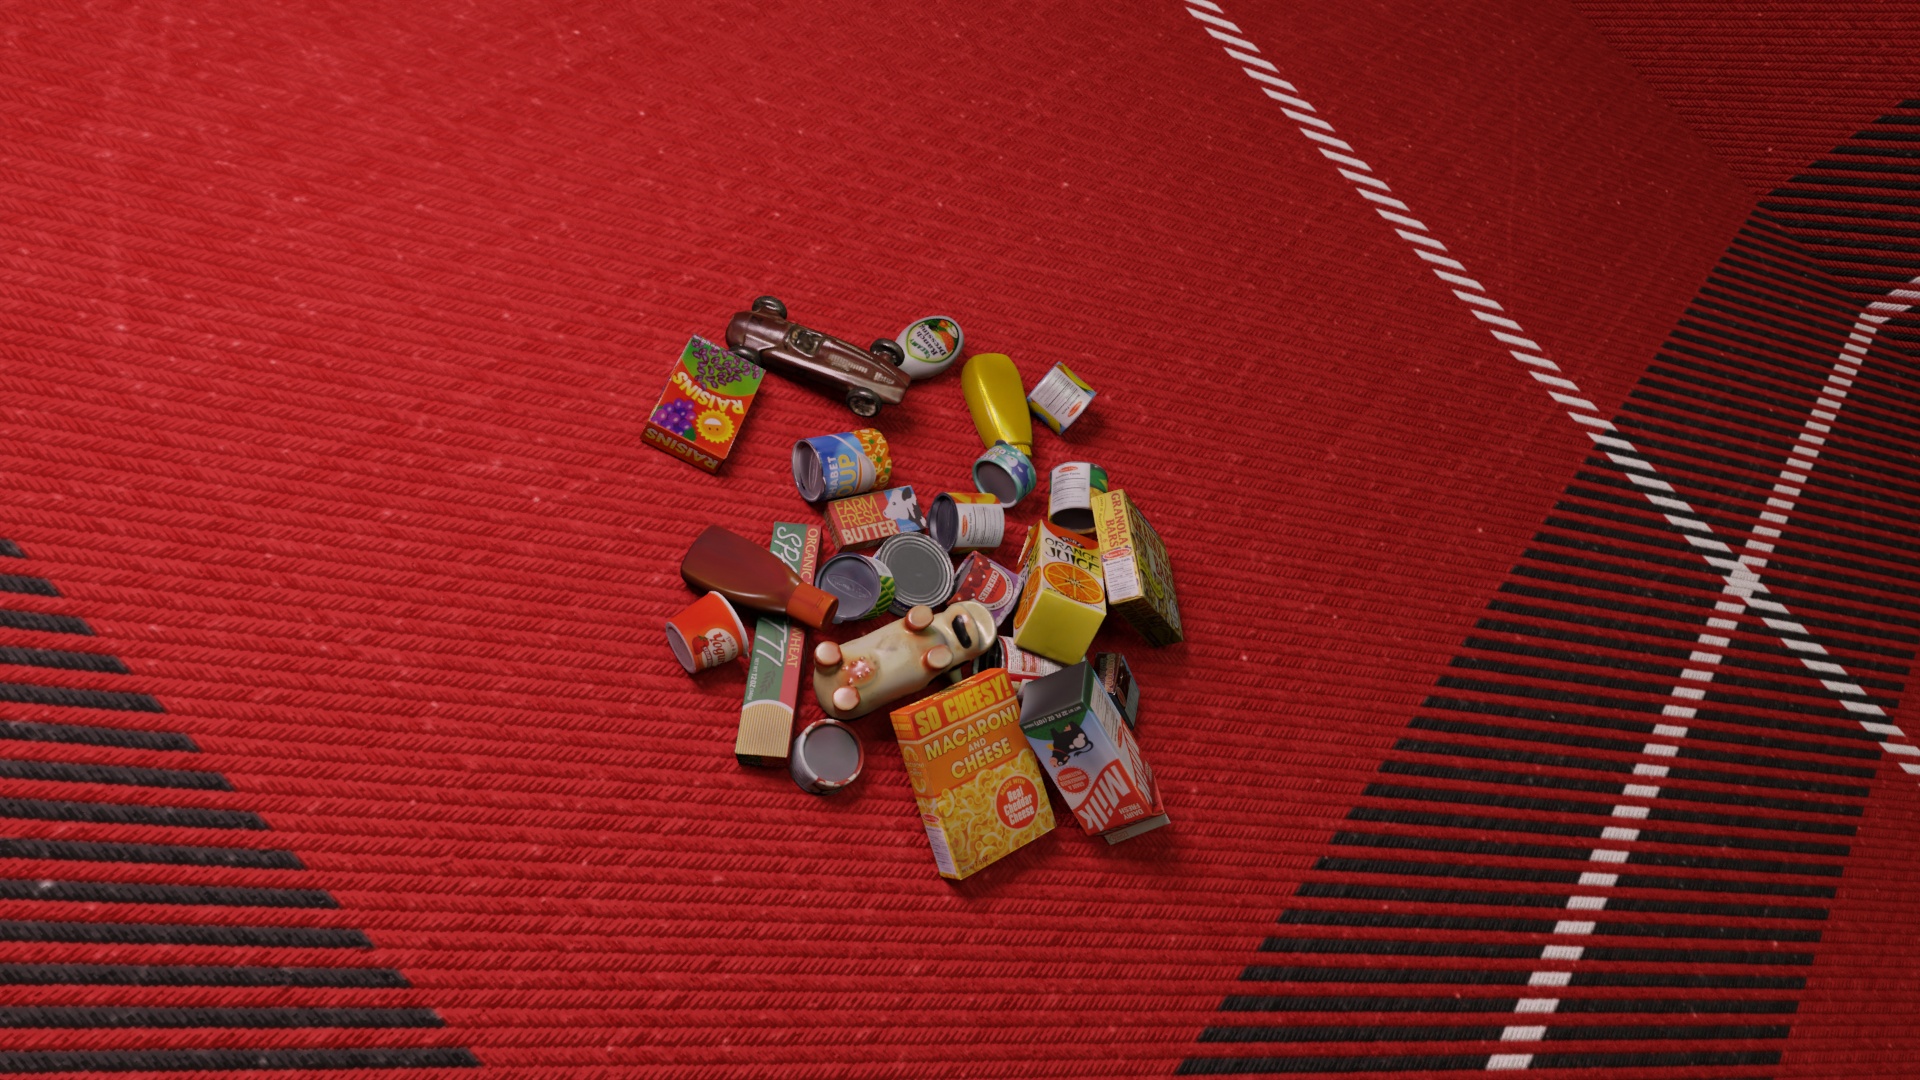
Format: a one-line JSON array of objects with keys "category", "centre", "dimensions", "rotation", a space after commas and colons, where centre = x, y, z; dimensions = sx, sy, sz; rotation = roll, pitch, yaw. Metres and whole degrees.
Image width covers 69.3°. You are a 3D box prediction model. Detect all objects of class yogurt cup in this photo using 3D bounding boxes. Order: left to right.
[{"category": "yogurt cup", "centre": [-0.237, 0.088, 1.290], "dimensions": [0.054, 0.072, 0.072], "rotation": [-28, 80, -27]}]

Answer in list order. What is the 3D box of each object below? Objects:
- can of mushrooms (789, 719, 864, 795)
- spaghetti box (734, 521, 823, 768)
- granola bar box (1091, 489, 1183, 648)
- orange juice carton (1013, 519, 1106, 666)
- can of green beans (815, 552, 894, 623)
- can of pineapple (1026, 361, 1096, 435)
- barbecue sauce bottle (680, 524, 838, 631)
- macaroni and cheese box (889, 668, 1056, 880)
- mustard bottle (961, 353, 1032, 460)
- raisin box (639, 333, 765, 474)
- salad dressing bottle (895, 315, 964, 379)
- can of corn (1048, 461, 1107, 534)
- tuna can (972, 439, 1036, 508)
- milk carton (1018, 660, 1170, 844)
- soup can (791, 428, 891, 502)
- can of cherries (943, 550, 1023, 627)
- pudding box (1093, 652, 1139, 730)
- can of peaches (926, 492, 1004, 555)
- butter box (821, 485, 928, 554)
[{"category": "can of mushrooms", "centre": [-0.124, 0.203, 1.307], "dimensions": [0.071, 0.033, 0.071], "rotation": [12, 60, -21]}, {"category": "spaghetti box", "centre": [-0.172, 0.094, 1.332], "dimensions": [0.050, 0.028, 0.251], "rotation": [5, 61, 1]}, {"category": "granola bar box", "centre": [0.193, 0.033, 1.496], "dimensions": [0.165, 0.039, 0.124], "rotation": [41, 37, -59]}, {"category": "orange juice carton", "centre": [0.102, 0.043, 1.454], "dimensions": [0.072, 0.072, 0.193], "rotation": [21, 27, -8]}, {"category": "can of green beans", "centre": [-0.103, 0.047, 1.368], "dimensions": [0.071, 0.058, 0.071], "rotation": [-1, 85, 12]}, {"category": "can of pineapple", "centre": [0.114, -0.164, 1.604], "dimensions": [0.058, 0.070, 0.071], "rotation": [41, 54, -3]}, {"category": "barbecue sauce bottle", "centre": [-0.188, 0.040, 1.320], "dimensions": [0.149, 0.043, 0.065], "rotation": [24, 61, 13]}, {"category": "macaroni and cheese box", "centre": [0.012, 0.221, 1.333], "dimensions": [0.124, 0.040, 0.166], "rotation": [-21, 96, -34]}, {"category": "mustard bottle", "centre": [0.047, -0.132, 1.562], "dimensions": [0.065, 0.048, 0.160], "rotation": [-4, 68, -29]}, {"category": "raisin box", "centre": [-0.261, -0.138, 1.410], "dimensions": [0.086, 0.040, 0.124], "rotation": [27, 54, -14]}, {"category": "salad dressing bottle", "centre": [-0.060, -0.200, 1.543], "dimensions": [0.148, 0.043, 0.064], "rotation": [-37, 85, -34]}, {"category": "can of corn", "centre": [0.133, -0.046, 1.552], "dimensions": [0.071, 0.071, 0.058], "rotation": [15, 60, -20]}, {"category": "tuna can", "centre": [0.046, -0.072, 1.517], "dimensions": [0.071, 0.070, 0.033], "rotation": [47, 54, 1]}, {"category": "milk carton", "centre": [0.135, 0.221, 1.373], "dimensions": [0.190, 0.072, 0.074], "rotation": [58, 22, -20]}, {"category": "soup can", "centre": [-0.121, -0.077, 1.432], "dimensions": [0.084, 0.071, 0.071], "rotation": [-12, 72, -32]}, {"category": "can of cherries", "centre": [0.024, 0.052, 1.439], "dimensions": [0.058, 0.071, 0.072], "rotation": [31, 55, -10]}, {"category": "pudding box", "centre": [0.162, 0.158, 1.452], "dimensions": [0.083, 0.030, 0.050], "rotation": [60, 37, -49]}, {"category": "can of peaches", "centre": [0.005, -0.018, 1.471], "dimensions": [0.058, 0.071, 0.071], "rotation": [0, 65, -29]}, {"category": "butter box", "centre": [-0.090, -0.022, 1.448], "dimensions": [0.104, 0.024, 0.053], "rotation": [-13, 71, -32]}]
